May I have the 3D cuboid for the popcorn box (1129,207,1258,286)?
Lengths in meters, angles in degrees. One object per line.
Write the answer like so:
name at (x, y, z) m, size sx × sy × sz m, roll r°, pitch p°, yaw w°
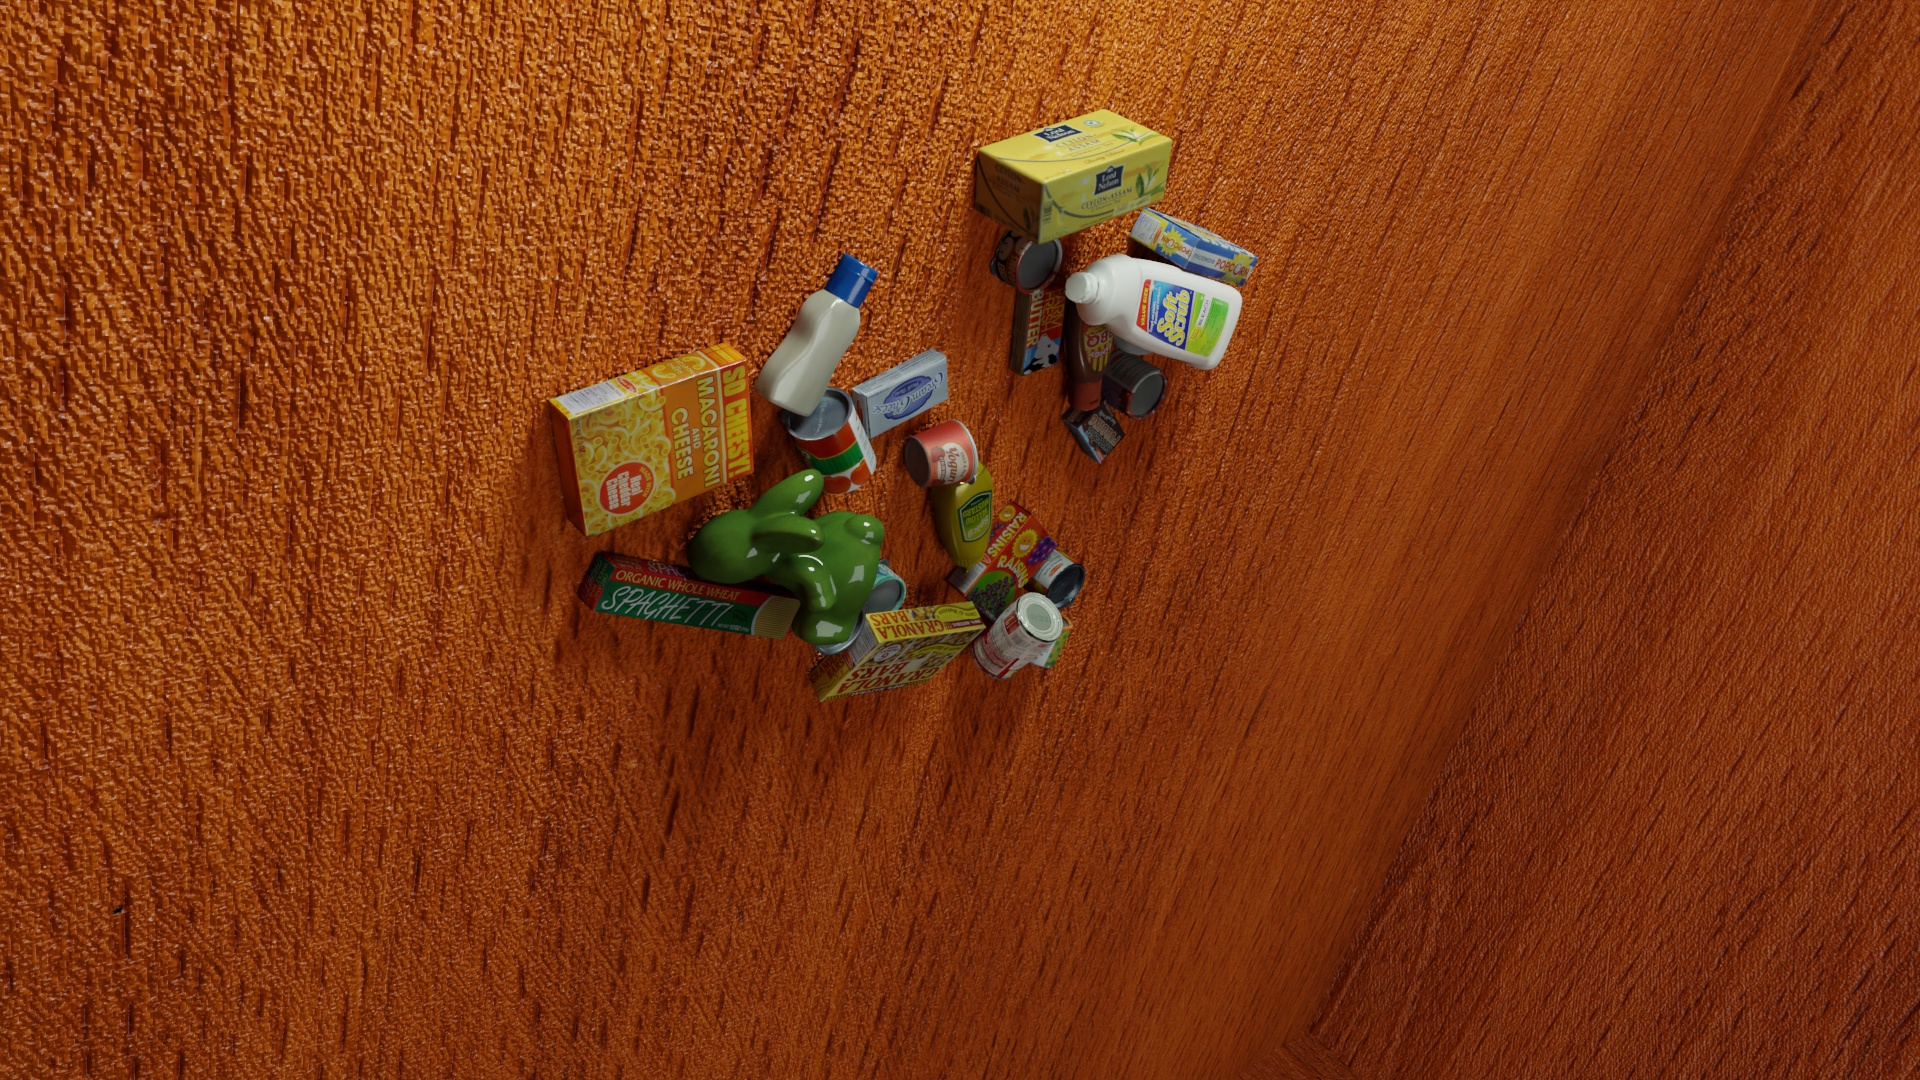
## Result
popcorn box at (0.256, -0.321, 1.524) m, size 0.127 × 0.085 × 0.038 m, roll 2°, pitch 120°, yaw -49°

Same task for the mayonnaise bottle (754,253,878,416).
mayonnaise bottle at (-0.126, -0.187, 1.256) m, size 0.065 × 0.041 × 0.148 m, roll 21°, pitch 102°, yaw -54°

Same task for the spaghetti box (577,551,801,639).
spaghetti box at (-0.252, 0.056, 1.331) m, size 0.250 × 0.029 × 0.050 m, roll 15°, pitch 107°, yaw -52°

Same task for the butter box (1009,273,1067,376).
butter box at (0.082, -0.227, 1.463) m, size 0.053 × 0.024 × 0.103 m, roll -24°, pitch 135°, yaw -33°

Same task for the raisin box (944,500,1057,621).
raisin box at (0.049, 0.025, 1.628) m, size 0.123 × 0.040 × 0.086 m, roll -50°, pitch 143°, yaw -4°

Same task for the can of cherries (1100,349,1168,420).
can of cherries at (0.198, -0.178, 1.604) m, size 0.072 × 0.058 × 0.071 m, roll -28°, pitch 137°, yaw -29°

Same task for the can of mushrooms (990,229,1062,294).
can of mushrooms at (0.067, -0.282, 1.393) m, size 0.071 × 0.033 × 0.070 m, roll -29°, pitch 139°, yaw -29°

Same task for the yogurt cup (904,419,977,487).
yogurt cup at (-0.022, -0.087, 1.435) m, size 0.054 × 0.072 × 0.072 m, roll -17°, pitch 132°, yaw -28°

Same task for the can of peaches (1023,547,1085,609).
can of peaches at (0.109, 0.044, 1.695) m, size 0.071 × 0.058 × 0.070 m, roll -29°, pitch 139°, yaw -30°

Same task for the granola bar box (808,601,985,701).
granola bar box at (-0.070, 0.122, 1.541) m, size 0.166 × 0.039 × 0.123 m, roll -4°, pitch 147°, yaw -46°

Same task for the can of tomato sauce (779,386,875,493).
can of tomato sauce at (-0.124, -0.093, 1.315) m, size 0.071 × 0.071 × 0.082 m, roll -41°, pitch 143°, yaw -16°

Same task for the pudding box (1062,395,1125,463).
pudding box at (0.156, -0.133, 1.620) m, size 0.050 × 0.030 × 0.083 m, roll -47°, pitch 144°, yaw -6°

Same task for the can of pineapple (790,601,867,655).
can of pineapple at (-0.140, 0.076, 1.446) m, size 0.071 × 0.058 × 0.070 m, roll -29°, pitch 138°, yaw -29°

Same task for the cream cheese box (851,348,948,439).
cream cheese box at (-0.058, -0.146, 1.377) m, size 0.104 × 0.024 × 0.053 m, roll -30°, pitch 139°, yaw -28°

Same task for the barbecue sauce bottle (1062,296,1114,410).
barbecue sauce bottle at (0.140, -0.213, 1.523) m, size 0.065 × 0.044 × 0.147 m, roll -28°, pitch 138°, yaw -30°

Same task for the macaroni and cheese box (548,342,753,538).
macaroni and cheese box at (-0.261, -0.088, 1.190) m, size 0.167 × 0.040 × 0.123 m, roll -25°, pitch 136°, yaw -32°

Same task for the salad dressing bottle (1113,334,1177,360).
salad dressing bottle at (0.220, -0.238, 1.591) m, size 0.148 × 0.044 × 0.064 m, roll 11°, pitch 110°, yaw -52°

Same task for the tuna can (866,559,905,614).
tuna can at (-0.092, 0.057, 1.504) m, size 0.071 × 0.033 × 0.070 m, roll -29°, pitch 138°, yaw -29°

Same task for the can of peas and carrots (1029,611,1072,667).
can of peas and carrots at (0.101, 0.117, 1.742) m, size 0.071 × 0.071 × 0.058 m, roll 2°, pitch 117°, yaw -49°

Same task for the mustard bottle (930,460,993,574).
mustard bottle at (0.005, -0.019, 1.534) m, size 0.065 × 0.049 × 0.159 m, roll -31°, pitch 139°, yaw -24°
